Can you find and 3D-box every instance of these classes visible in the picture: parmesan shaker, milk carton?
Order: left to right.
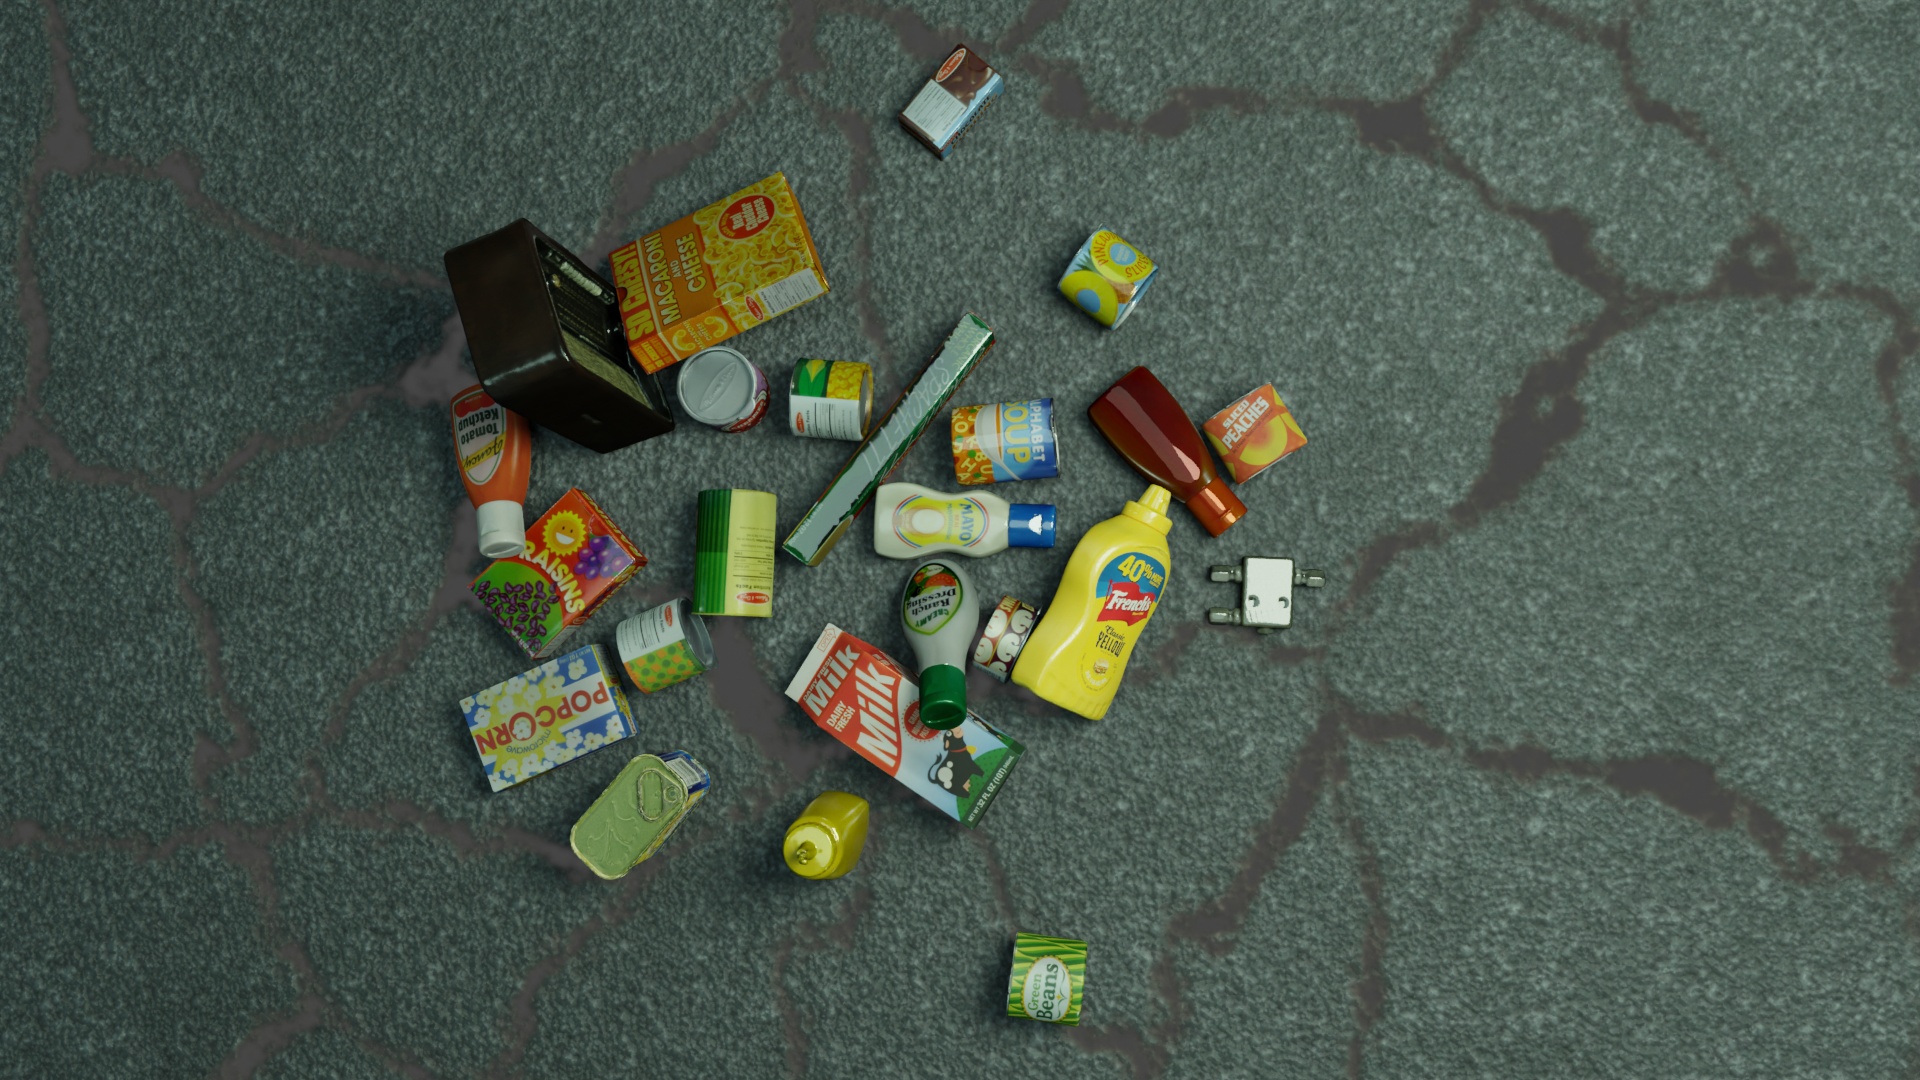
[{"bbox_3d":[-0.186,0.011,1.154,0.071,0.071,0.103,2,86,6],"label":"parmesan shaker"},{"bbox_3d":[-0.047,0.147,1.125,0.191,0.073,0.072,32,90,7],"label":"milk carton"}]

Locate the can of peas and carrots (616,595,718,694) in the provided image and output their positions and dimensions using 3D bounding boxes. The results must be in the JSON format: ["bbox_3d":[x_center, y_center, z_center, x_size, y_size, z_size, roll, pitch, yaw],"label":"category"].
[{"bbox_3d":[-0.243,0.089,1.154,0.059,0.071,0.071,-23,85,4],"label":"can of peas and carrots"}]

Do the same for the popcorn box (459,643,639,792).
[{"bbox_3d":[-0.346,0.149,1.172,0.127,0.038,0.085,-23,85,4],"label":"popcorn box"}]

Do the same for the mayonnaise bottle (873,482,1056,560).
[{"bbox_3d":[0.004,-0.014,1.147,0.148,0.041,0.065,2,87,6],"label":"mayonnaise bottle"}]

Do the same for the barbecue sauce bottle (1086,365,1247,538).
[{"bbox_3d":[0.172,-0.069,1.133,0.065,0.043,0.148,-40,84,2],"label":"barbecue sauce bottle"}]

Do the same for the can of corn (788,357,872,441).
[{"bbox_3d":[-0.106,-0.119,1.154,0.058,0.071,0.071,5,87,5],"label":"can of corn"}]

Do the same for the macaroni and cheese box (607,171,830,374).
[{"bbox_3d":[-0.204,-0.224,1.156,0.166,0.040,0.124,-24,54,3],"label":"macaroni and cheese box"}]

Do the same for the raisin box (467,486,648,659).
[{"bbox_3d":[-0.341,0.028,1.179,0.123,0.040,0.086,-43,82,1],"label":"raisin box"}]

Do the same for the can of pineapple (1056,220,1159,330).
[{"bbox_3d":[0.121,-0.215,1.135,0.058,0.071,0.071,37,91,6],"label":"can of pineapple"}]

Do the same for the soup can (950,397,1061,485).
[{"bbox_3d":[0.037,-0.081,1.133,0.084,0.071,0.071,-5,86,6],"label":"soup can"}]

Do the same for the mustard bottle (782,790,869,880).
[{"bbox_3d":[-0.107,0.233,1.081,0.049,0.160,0.065,11,87,8],"label":"mustard bottle"}]

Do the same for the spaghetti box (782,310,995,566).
[{"bbox_3d":[-0.057,-0.083,1.153,0.029,0.050,0.250,39,90,5],"label":"spaghetti box"}]

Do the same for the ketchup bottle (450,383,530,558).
[{"bbox_3d":[-0.391,-0.059,1.169,0.064,0.043,0.149,-18,69,13],"label":"ketchup bottle"}]

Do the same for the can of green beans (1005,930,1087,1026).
[{"bbox_3d":[0.069,0.348,1.103,0.058,0.071,0.071,7,87,6],"label":"can of green beans"}]

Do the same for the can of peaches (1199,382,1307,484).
[{"bbox_3d":[0.235,-0.085,1.114,0.071,0.071,0.058,-31,85,3],"label":"can of peaches"}]

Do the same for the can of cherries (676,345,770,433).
[{"bbox_3d":[-0.196,-0.124,1.166,0.071,0.058,0.071,0,86,5],"label":"can of cherries"}]

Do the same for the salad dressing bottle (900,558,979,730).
[{"bbox_3d":[-0.015,0.081,1.099,0.064,0.043,0.148,-18,43,14],"label":"salad dressing bottle"}]

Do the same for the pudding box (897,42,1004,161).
[{"bbox_3d":[-0.007,-0.371,1.178,0.050,0.030,0.083,40,91,8],"label":"pudding box"}]

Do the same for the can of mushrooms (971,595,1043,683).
[{"bbox_3d":[0.038,0.077,1.124,0.033,0.071,0.071,26,89,8],"label":"can of mushrooms"}]
